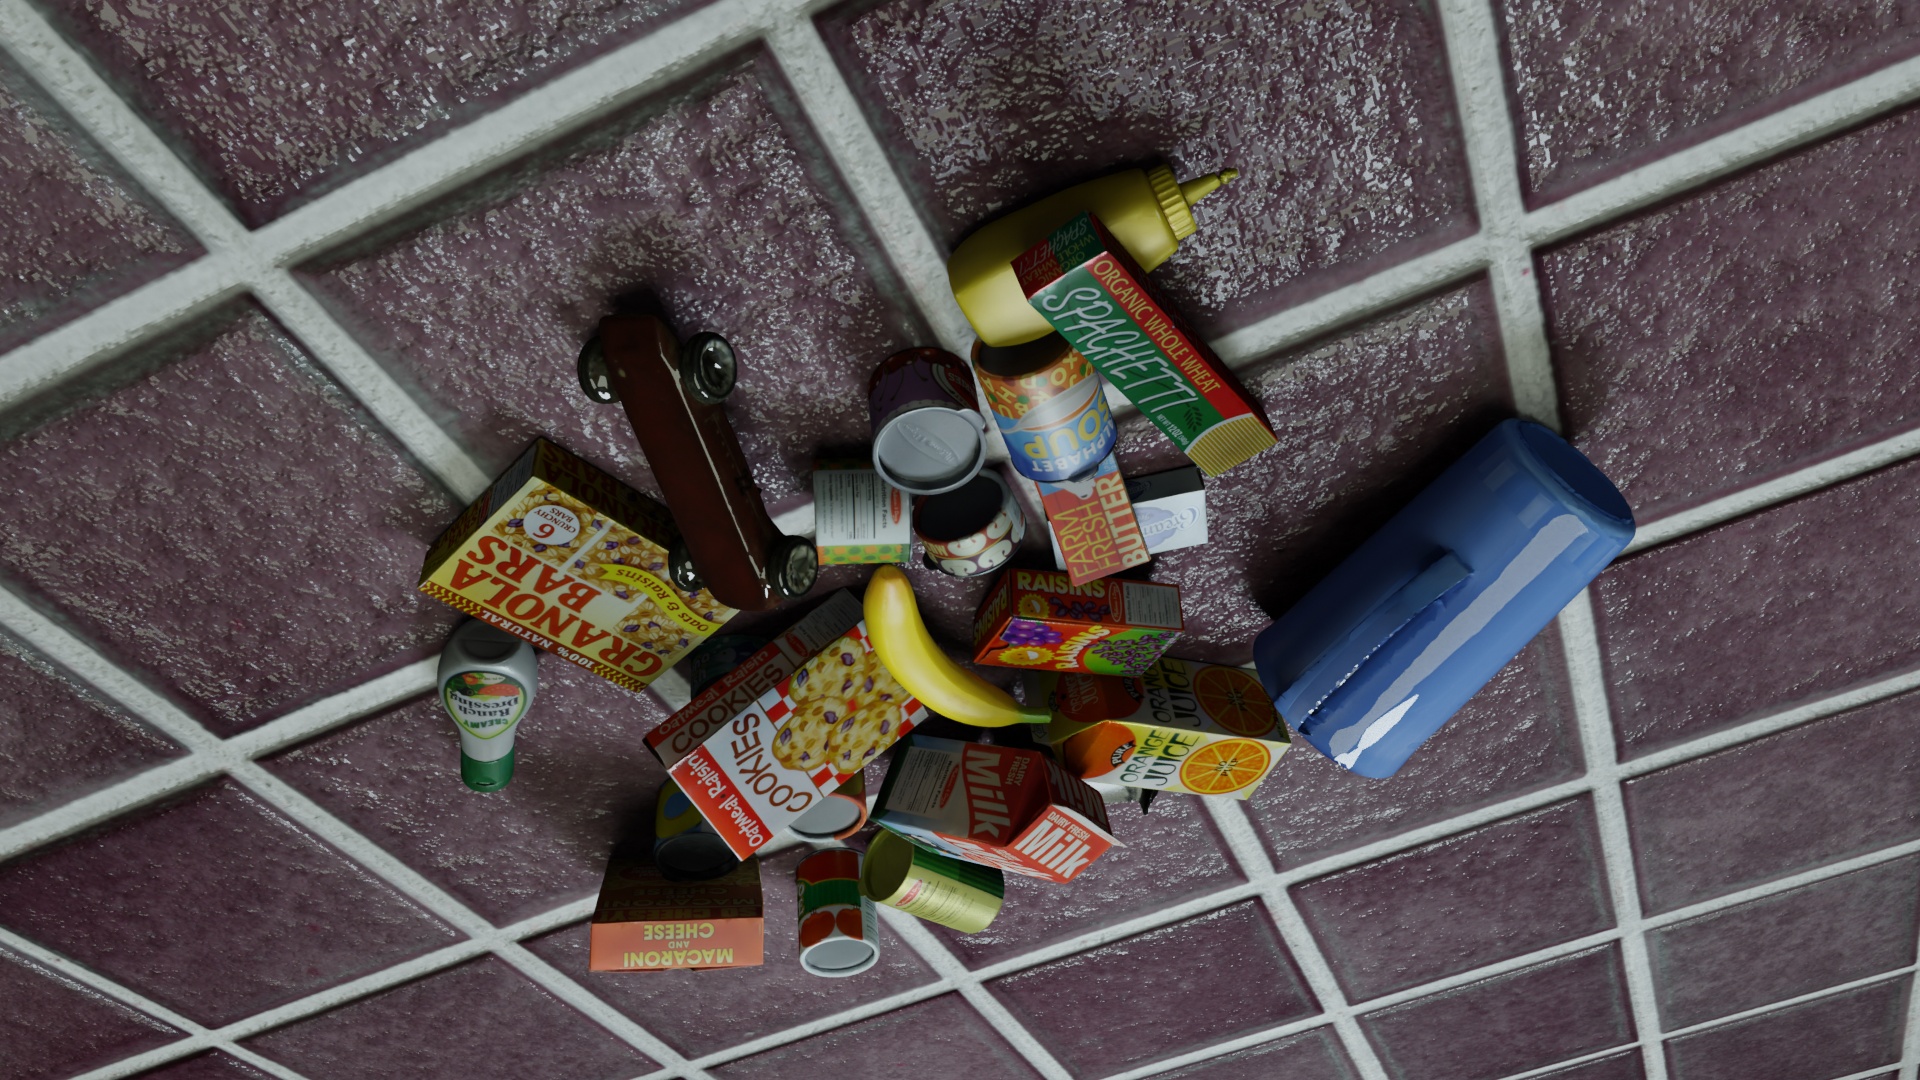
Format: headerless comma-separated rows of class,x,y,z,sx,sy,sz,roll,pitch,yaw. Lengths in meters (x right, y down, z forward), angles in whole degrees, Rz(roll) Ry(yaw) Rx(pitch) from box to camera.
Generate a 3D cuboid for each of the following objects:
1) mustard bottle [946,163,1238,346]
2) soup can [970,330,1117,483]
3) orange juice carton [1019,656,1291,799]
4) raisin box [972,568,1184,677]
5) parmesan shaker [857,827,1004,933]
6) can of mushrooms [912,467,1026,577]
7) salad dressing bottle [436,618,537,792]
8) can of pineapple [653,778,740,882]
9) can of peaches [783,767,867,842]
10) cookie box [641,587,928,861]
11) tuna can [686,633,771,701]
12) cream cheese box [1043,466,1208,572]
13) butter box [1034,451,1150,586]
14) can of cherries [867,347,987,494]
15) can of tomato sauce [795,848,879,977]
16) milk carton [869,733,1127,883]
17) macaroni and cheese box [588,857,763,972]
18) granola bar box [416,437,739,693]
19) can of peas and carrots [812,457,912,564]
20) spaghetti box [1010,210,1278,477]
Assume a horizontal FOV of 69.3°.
mustard bottle,0.074,-0.161,0.743,0.160,0.049,0.065,-24,139,13
soup can,0.050,-0.083,0.800,0.071,0.072,0.083,-18,134,9
orange juice carton,0.137,0.133,1.026,0.193,0.072,0.072,10,131,-18
raisin box,0.079,0.058,0.951,0.123,0.040,0.085,6,153,-14
parmesan shaker,-0.024,0.282,1.152,0.103,0.071,0.071,29,124,-33
can of mushrooms,0.003,-0.011,0.866,0.071,0.071,0.033,-19,134,10
salad dressing bottle,-0.325,0.117,0.957,0.064,0.044,0.146,4,134,-14
can of pineapple,-0.203,0.220,1.068,0.071,0.058,0.070,-4,135,-4
can of peaches,-0.104,0.185,1.050,0.071,0.058,0.070,-4,135,-4
cookie box,-0.116,0.127,0.954,0.168,0.040,0.122,-37,136,-13
tuna can,-0.158,0.098,0.972,0.071,0.033,0.070,-5,135,-5
cream cheese box,0.109,-0.013,0.911,0.104,0.024,0.053,-12,136,3
butter box,0.078,-0.025,0.868,0.053,0.024,0.103,-19,112,7
can of cherries,-0.018,-0.071,0.810,0.071,0.059,0.071,-4,134,-4
can of tomato sauce,-0.104,0.310,1.155,0.071,0.083,0.070,-5,135,-5
milk carton,0.029,0.193,1.000,0.190,0.074,0.072,-2,149,48
macaroni and cheese box,-0.214,0.285,1.067,0.124,0.166,0.040,1,92,-10
granola bar box,-0.234,0.021,0.880,0.124,0.039,0.165,-38,128,25
can of peas and carrots,-0.061,-0.018,0.852,0.059,0.071,0.070,-2,135,-6
spaghetti box,0.110,-0.101,0.777,0.050,0.029,0.249,-31,147,20
